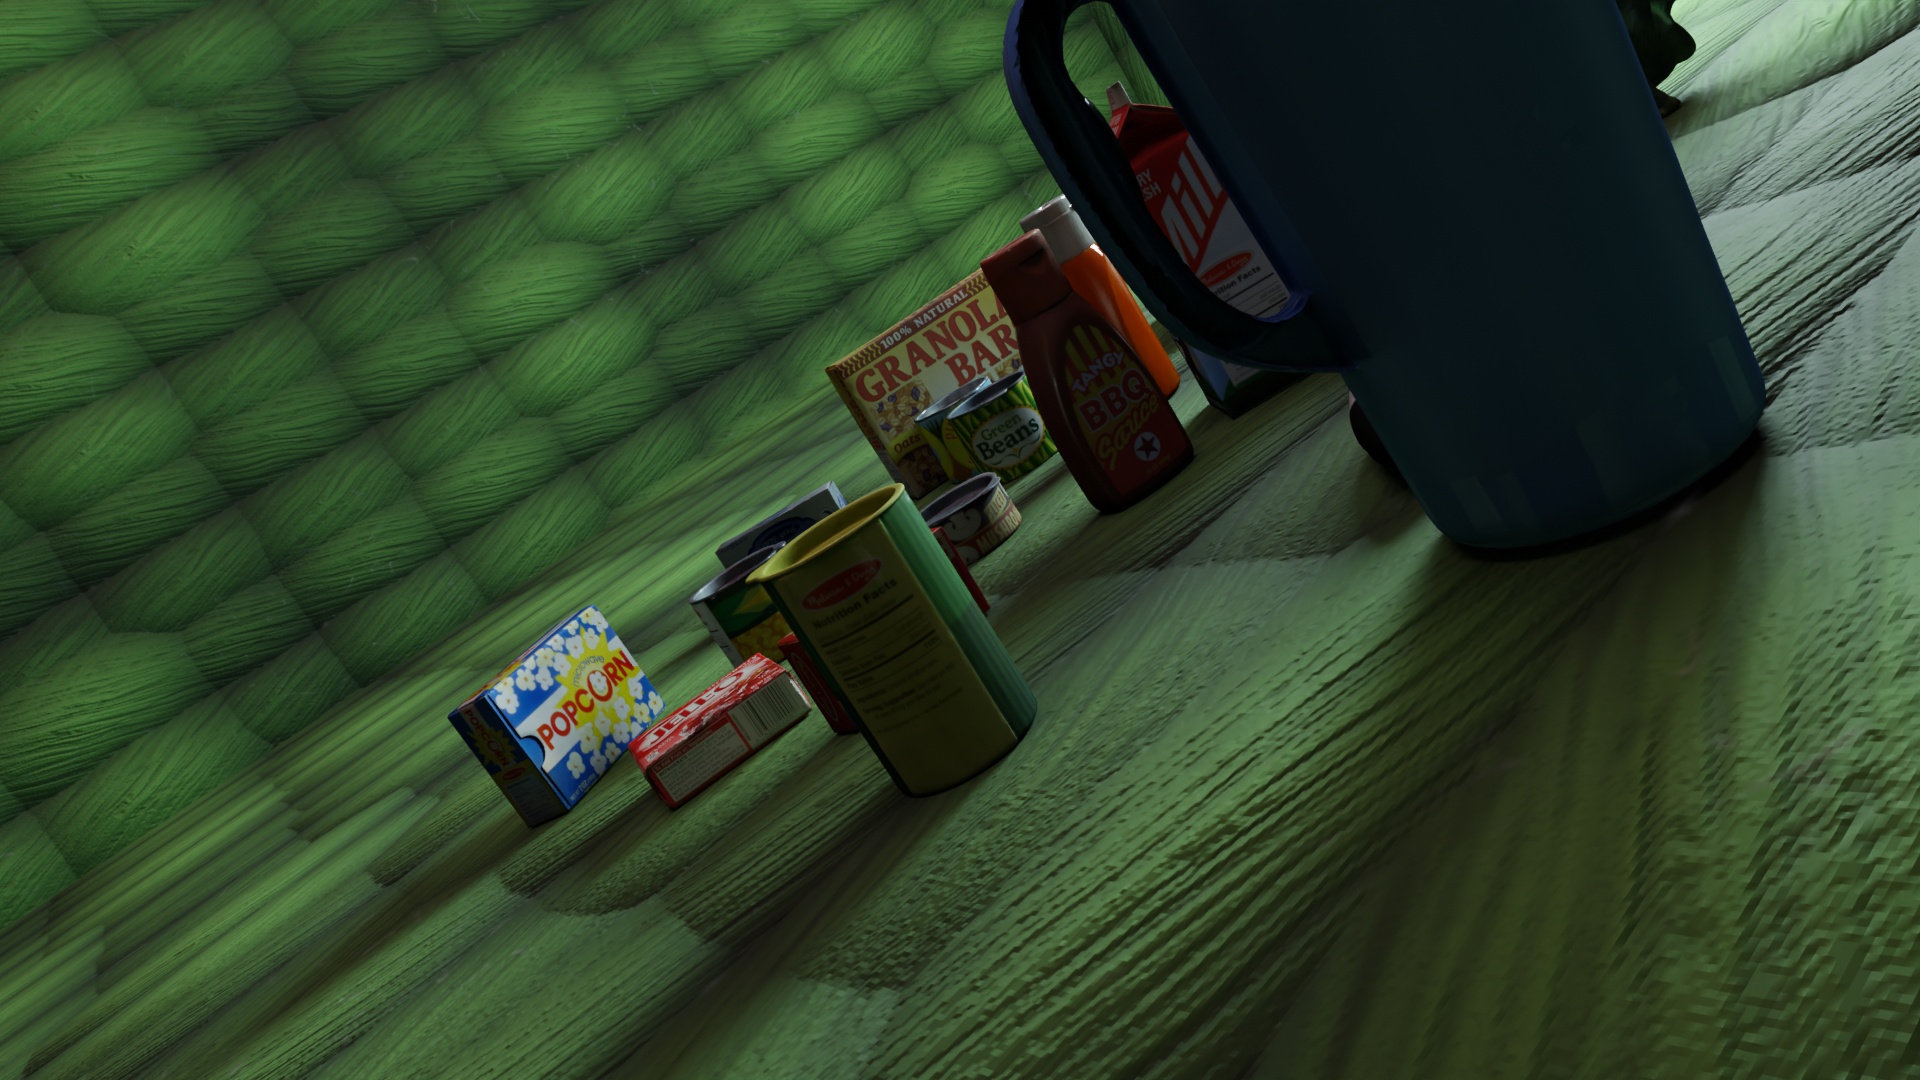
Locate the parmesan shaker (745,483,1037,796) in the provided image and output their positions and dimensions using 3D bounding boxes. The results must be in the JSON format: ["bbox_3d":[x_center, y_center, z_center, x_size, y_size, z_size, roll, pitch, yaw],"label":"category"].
[{"bbox_3d":[-0.026,0.040,0.537,0.071,0.103,0.071,-30,12,7],"label":"parmesan shaker"}]

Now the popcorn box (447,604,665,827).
[{"bbox_3d":[-0.246,0.105,0.860,0.038,0.085,0.127,-26,13,25],"label":"popcorn box"}]

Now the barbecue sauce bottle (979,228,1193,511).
[{"bbox_3d":[0.063,-0.092,0.736,0.065,0.148,0.043,-36,12,-19],"label":"barbecue sauce bottle"}]

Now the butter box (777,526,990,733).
[{"bbox_3d":[-0.035,0.042,0.673,0.104,0.053,0.024,-40,14,-35],"label":"butter box"}]

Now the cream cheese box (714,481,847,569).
[{"bbox_3d":[-0.128,0.003,1.053,0.103,0.053,0.024,-29,12,11],"label":"cream cheese box"}]

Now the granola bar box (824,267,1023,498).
[{"bbox_3d":[-0.007,-0.129,1.113,0.166,0.124,0.039,-35,12,-17],"label":"granola bar box"}]

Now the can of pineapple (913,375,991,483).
[{"bbox_3d":[0.007,-0.084,1.060,0.071,0.057,0.071,-30,12,7],"label":"can of pineapple"}]

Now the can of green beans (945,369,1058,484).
[{"bbox_3d":[0.032,-0.078,0.975,0.071,0.057,0.071,-30,12,7],"label":"can of green beans"}]

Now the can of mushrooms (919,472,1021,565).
[{"bbox_3d":[0.003,-0.010,0.834,0.071,0.033,0.071,-30,12,7],"label":"can of mushrooms"}]

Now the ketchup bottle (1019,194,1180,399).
[{"bbox_3d":[0.092,-0.157,0.922,0.043,0.148,0.065,-27,13,22],"label":"ketchup bottle"}]

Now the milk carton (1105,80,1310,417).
[{"bbox_3d":[0.132,-0.172,0.784,0.073,0.190,0.072,-31,12,6],"label":"milk carton"}]

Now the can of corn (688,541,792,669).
[{"bbox_3d":[-0.126,0.043,0.878,0.071,0.058,0.071,-30,12,7],"label":"can of corn"}]
